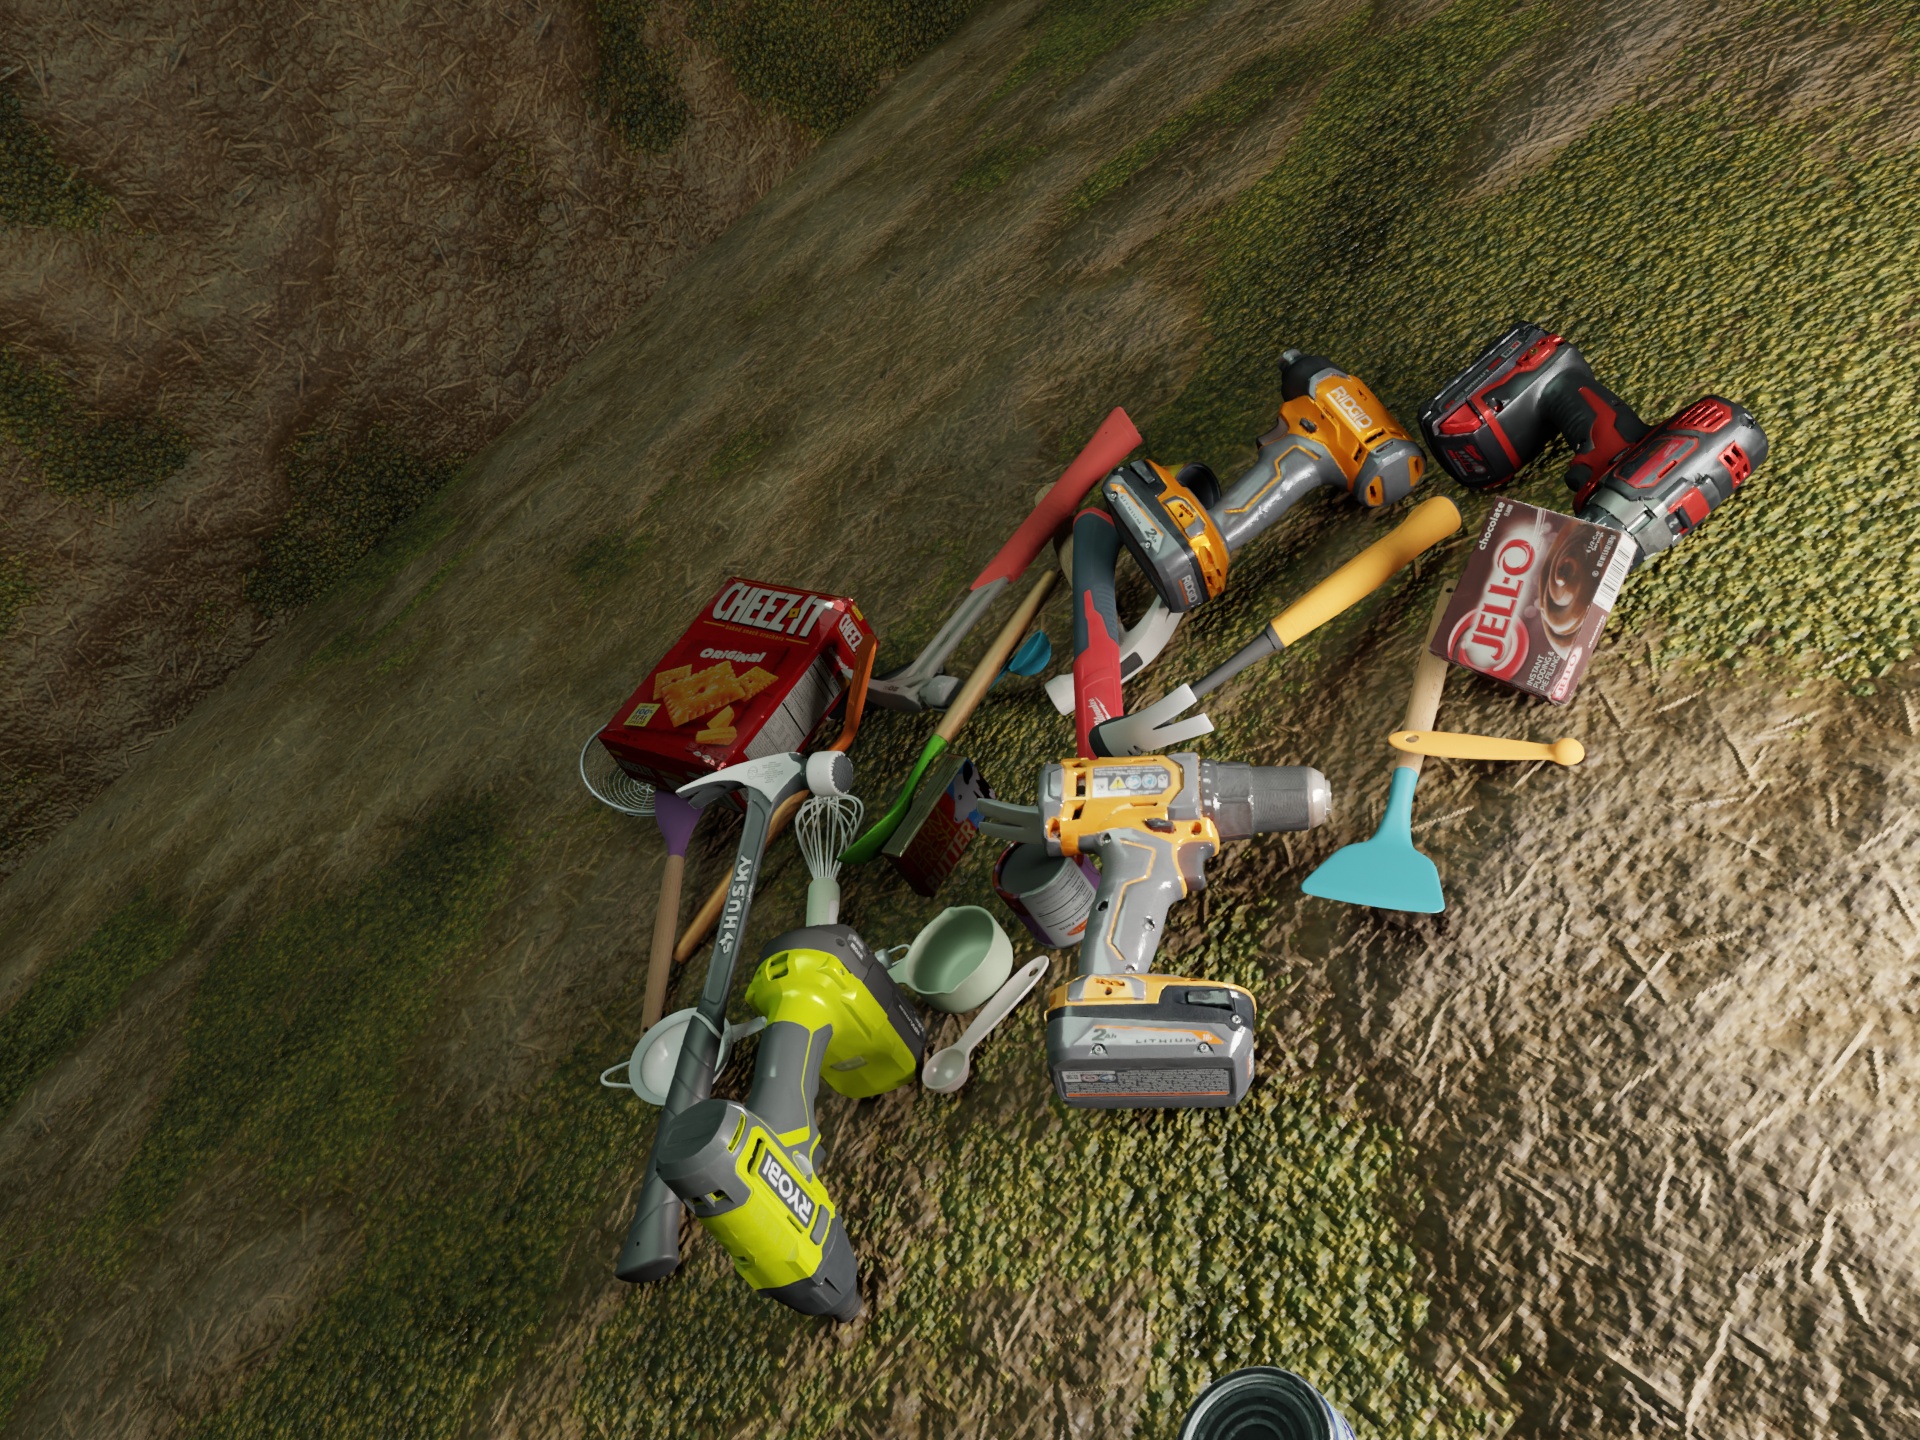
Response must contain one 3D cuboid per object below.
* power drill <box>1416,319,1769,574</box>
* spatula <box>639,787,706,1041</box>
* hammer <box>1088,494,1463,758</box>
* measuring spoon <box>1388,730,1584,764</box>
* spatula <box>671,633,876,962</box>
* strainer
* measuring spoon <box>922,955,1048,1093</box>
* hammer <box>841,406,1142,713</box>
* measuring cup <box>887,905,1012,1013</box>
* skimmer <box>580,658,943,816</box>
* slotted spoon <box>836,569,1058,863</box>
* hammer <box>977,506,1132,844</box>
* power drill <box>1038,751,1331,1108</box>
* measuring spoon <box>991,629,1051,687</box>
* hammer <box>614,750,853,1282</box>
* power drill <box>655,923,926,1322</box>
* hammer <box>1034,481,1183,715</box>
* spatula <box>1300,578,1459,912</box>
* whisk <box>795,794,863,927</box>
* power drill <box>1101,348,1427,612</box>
[{"bbox_3d":[0.416,-0.172,1.110,0.188,0.080,0.227,-43,35,7],"label":"power drill"},{"bbox_3d":[-0.254,0.143,1.389,0.060,0.018,0.316,-14,49,17],"label":"spatula"},{"bbox_3d":[0.239,-0.073,1.104,0.337,0.034,0.127,-34,3,-26],"label":"hammer"},{"bbox_3d":[0.325,0.014,0.989,0.117,0.011,0.021,5,43,24],"label":"measuring spoon"},{"bbox_3d":[-0.155,0.068,1.359,0.322,0.041,0.081,-54,13,-1],"label":"spatula"},{"bbox_3d":[-0.149,0.230,1.205,0.258,0.050,0.087,-27,40,8],"label":"strainer"},{"bbox_3d":[0.022,0.209,1.086,0.124,0.018,0.034,-45,31,-23],"label":"measuring spoon"},{"bbox_3d":[0.045,-0.149,1.433,0.149,0.036,0.359,13,58,50],"label":"hammer"},{"bbox_3d":[-0.036,0.193,1.140,0.167,0.038,0.083,-29,33,18],"label":"measuring cup"},{"bbox_3d":[-0.191,-0.003,1.493,0.363,0.090,0.127,-23,44,23],"label":"skimmer"},{"bbox_3d":[-0.002,-0.004,1.296,0.314,0.031,0.070,-56,4,-22],"label":"slotted spoon"},{"bbox_3d":[0.089,-0.048,1.221,0.143,0.038,0.387,-1,39,3],"label":"hammer"},{"bbox_3d":[0.138,0.116,0.972,0.185,0.084,0.226,-3,52,9],"label":"power drill"},{"bbox_3d":[0.043,-0.037,1.340,0.042,0.021,0.128,-60,11,-31],"label":"measuring spoon"},{"bbox_3d":[-0.189,0.208,1.187,0.149,0.036,0.409,-4,58,27],"label":"hammer"},{"bbox_3d":[-0.096,0.254,1.015,0.080,0.171,0.223,-22,27,25],"label":"power drill"},{"bbox_3d":[0.111,-0.131,1.406,0.130,0.031,0.332,-31,32,12],"label":"hammer"},{"bbox_3d":[0.295,0.009,1.030,0.082,0.044,0.318,7,48,23],"label":"spatula"},{"bbox_3d":[-0.107,0.129,1.261,0.059,0.057,0.247,-12,32,5],"label":"whisk"},{"bbox_3d":[0.232,-0.202,1.273,0.226,0.084,0.164,-29,56,2],"label":"power drill"}]
